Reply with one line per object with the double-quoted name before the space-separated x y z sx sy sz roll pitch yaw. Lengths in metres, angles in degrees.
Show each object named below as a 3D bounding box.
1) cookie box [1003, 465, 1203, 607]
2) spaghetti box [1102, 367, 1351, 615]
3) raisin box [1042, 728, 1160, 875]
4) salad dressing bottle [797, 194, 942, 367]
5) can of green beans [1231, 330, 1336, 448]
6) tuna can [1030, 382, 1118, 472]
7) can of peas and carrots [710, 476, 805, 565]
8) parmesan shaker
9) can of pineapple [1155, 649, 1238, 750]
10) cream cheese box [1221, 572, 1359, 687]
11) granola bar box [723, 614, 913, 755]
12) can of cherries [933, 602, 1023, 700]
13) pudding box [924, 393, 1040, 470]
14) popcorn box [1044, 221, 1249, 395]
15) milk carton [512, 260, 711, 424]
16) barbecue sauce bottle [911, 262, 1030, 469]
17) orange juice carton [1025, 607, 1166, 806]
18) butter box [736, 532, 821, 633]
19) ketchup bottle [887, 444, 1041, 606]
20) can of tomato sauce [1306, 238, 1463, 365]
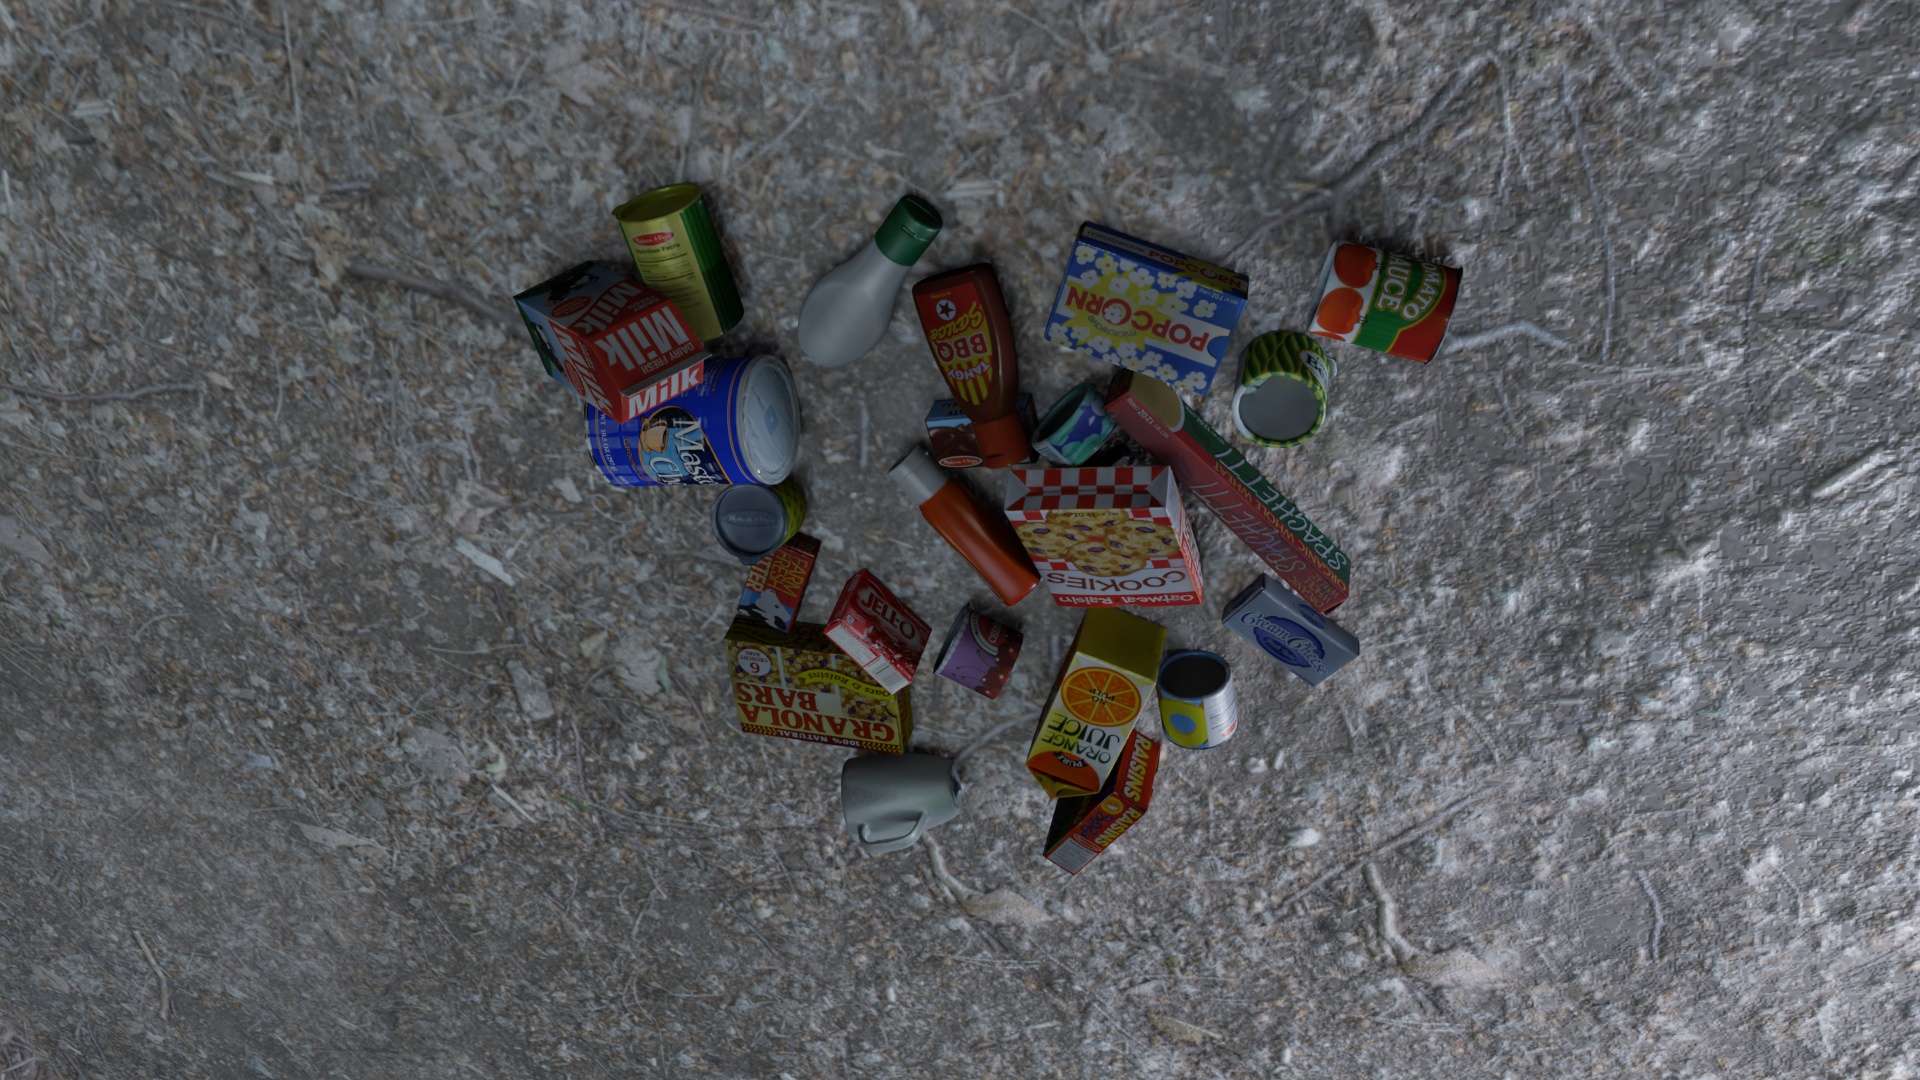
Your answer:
"cookie box" 0.116 0.001 1.084 0.123 0.040 0.167 -1 152 19
"spaghetti box" 0.208 -0.039 1.061 0.250 0.050 0.028 41 129 -16
"raisin box" 0.131 0.240 1.278 0.040 0.086 0.122 32 129 -7
"salad dressing bottle" -0.067 -0.192 1.032 0.064 0.044 0.147 37 127 -10
"can of green beans" 0.229 -0.108 0.995 0.071 0.058 0.071 8 129 11
"tuna can" 0.088 -0.087 1.051 0.033 0.071 0.070 42 127 -14
"can of peas and carrots" -0.169 -0.020 1.172 0.071 0.059 0.070 2 104 10
"parmesan shaker" -0.212 -0.208 1.049 0.071 0.072 0.102 -2 127 19
"can of pineapple" 0.200 0.135 1.189 0.071 0.071 0.057 -1 126 18
"cream cheese box" 0.272 0.075 1.146 0.104 0.024 0.053 35 128 -11
"granola bar box" -0.133 0.137 1.310 0.165 0.039 0.123 6 128 13
"can of cherries" 0.017 0.097 1.215 0.058 0.072 0.071 26 130 -4
"pudding box" 0.019 -0.086 1.096 0.083 0.030 0.049 -3 127 20
"popcorn box" 0.132 -0.166 0.993 0.127 0.038 0.084 20 129 2
"milk carton" -0.258 -0.147 1.041 0.191 0.072 0.073 29 144 47
"barbecue sauce bottle" 0.015 -0.128 1.032 0.065 0.044 0.148 -8 109 31
"orange juice carton" 0.112 0.152 1.224 0.073 0.072 0.191 21 130 2
"butter box" -0.163 0.034 1.249 0.053 0.024 0.103 24 130 0
"ketchup bottle" 0.004 -0.014 1.139 0.043 0.065 0.148 -42 99 11
"can of tomato sauce" 0.283 -0.162 0.930 0.083 0.071 0.070 16 130 5
